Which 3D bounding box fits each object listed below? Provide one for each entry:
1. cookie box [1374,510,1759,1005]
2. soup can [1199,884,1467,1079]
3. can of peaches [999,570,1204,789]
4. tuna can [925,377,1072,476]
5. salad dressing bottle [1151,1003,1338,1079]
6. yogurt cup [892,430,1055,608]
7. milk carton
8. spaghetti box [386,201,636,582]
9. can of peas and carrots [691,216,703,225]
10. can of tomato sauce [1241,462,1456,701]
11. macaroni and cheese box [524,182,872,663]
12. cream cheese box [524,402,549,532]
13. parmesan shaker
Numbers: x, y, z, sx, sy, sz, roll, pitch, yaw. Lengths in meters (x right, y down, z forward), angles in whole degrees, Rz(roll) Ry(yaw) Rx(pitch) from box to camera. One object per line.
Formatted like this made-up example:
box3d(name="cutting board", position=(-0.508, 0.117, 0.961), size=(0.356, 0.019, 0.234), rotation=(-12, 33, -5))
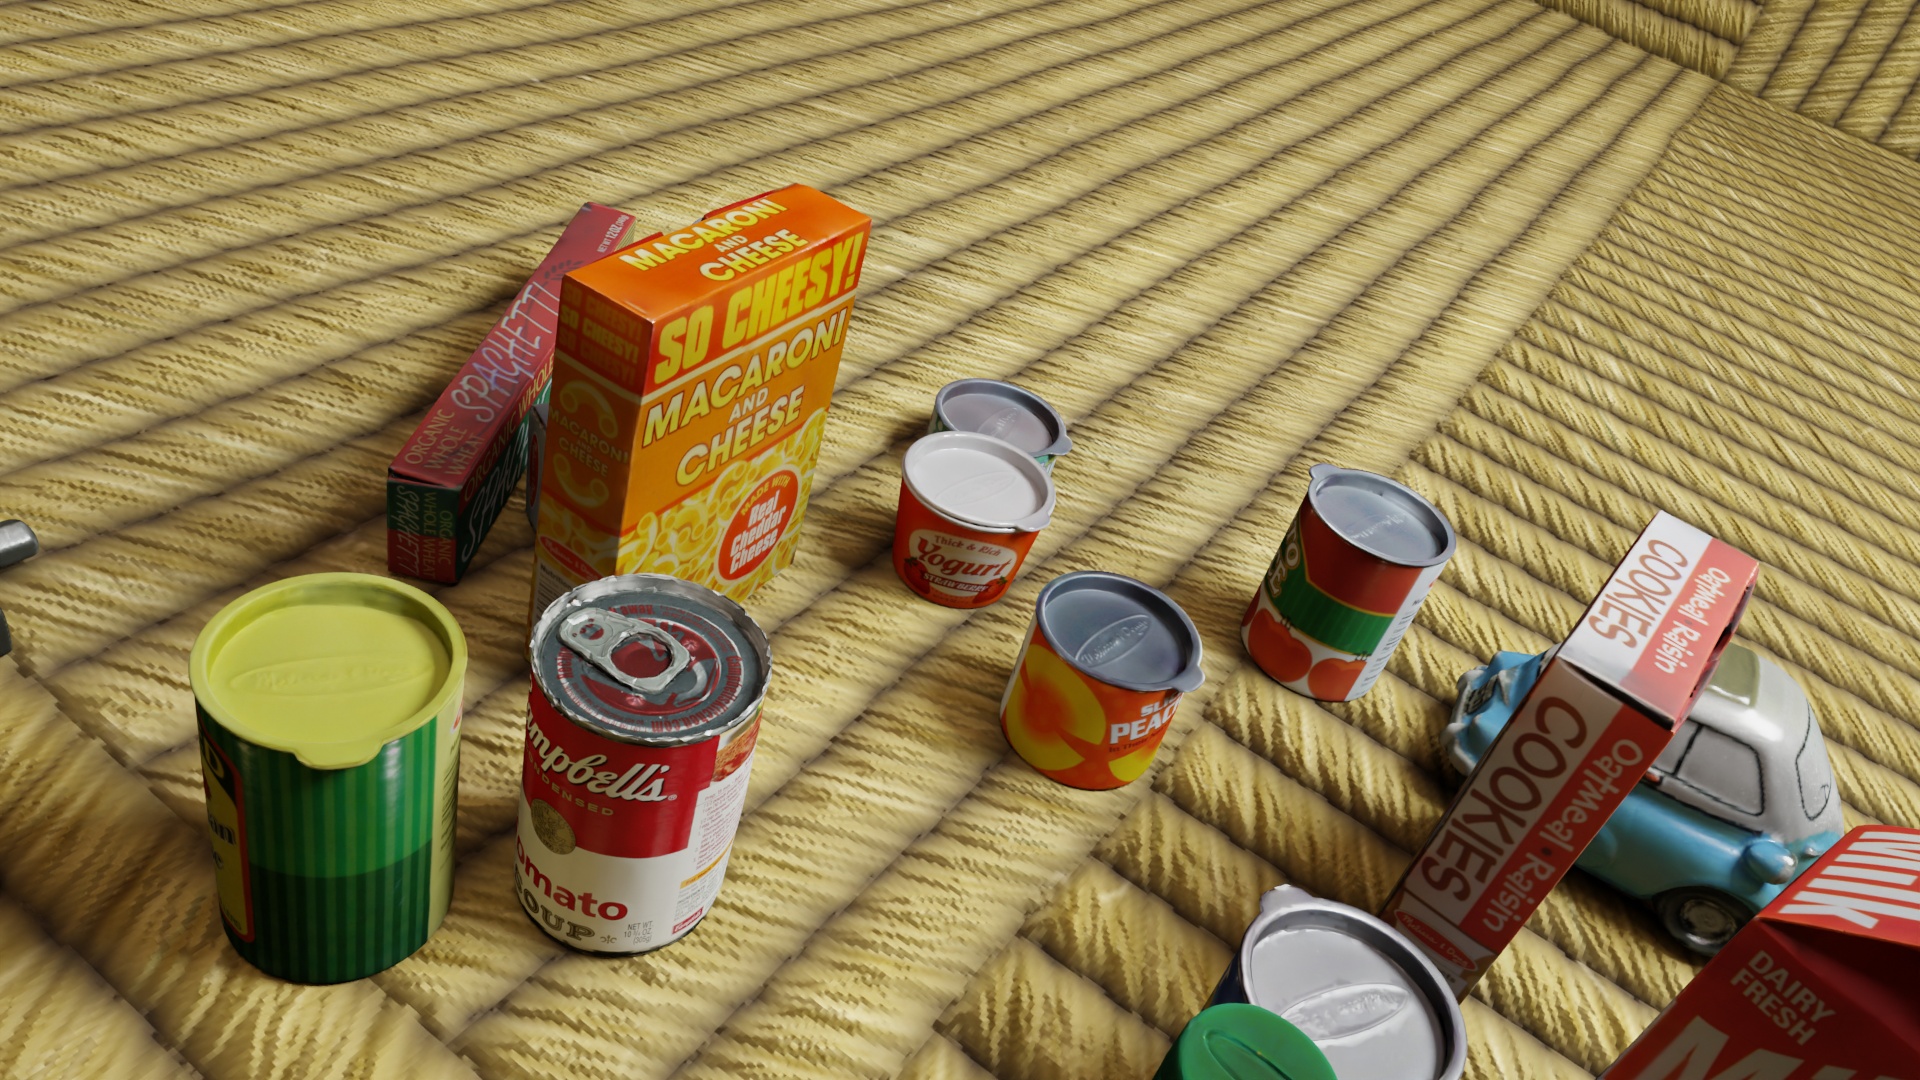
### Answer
box3d(name="cookie box", position=(0.199, 0.083, 0.476), size=(0.040, 0.166, 0.123), rotation=(35, 39, 22))
box3d(name="soup can", position=(0.098, 0.156, 0.410), size=(0.071, 0.083, 0.072), rotation=(11, 37, -9))
box3d(name="can of peaches", position=(0.055, 0.056, 0.543), size=(0.071, 0.057, 0.071), rotation=(11, 37, -9))
box3d(name="tuna can", position=(0.018, -0.047, 0.682), size=(0.071, 0.032, 0.071), rotation=(11, 37, -9))
box3d(name="salad dressing bottle", position=(0.043, 0.165, 0.322), size=(0.064, 0.146, 0.044), rotation=(35, 40, 22))
box3d(name="yogurt cup", position=(0.002, -0.008, 0.607), size=(0.072, 0.053, 0.073), rotation=(11, 37, -9))
box3d(name="milk carton", position=(0.235, 0.150, 0.385), size=(0.072, 0.189, 0.073), rotation=(-16, 48, -37))
box3d(name="spaghetti box", position=(-0.193, -0.076, 0.618), size=(0.029, 0.049, 0.251), rotation=(14, 36, -5))
box3d(name="can of peas and carrots", position=(-0.108, -0.125, 0.709), size=(0.071, 0.058, 0.071), rotation=(11, 37, -9))
box3d(name="can of tomato sauce", position=(0.168, 0.019, 0.617), size=(0.071, 0.082, 0.071), rotation=(11, 37, -9))
box3d(name="macaroni and cheese box", position=(-0.097, -0.036, 0.508), size=(0.040, 0.165, 0.124), rotation=(30, 38, 16))
box3d(name="cream cheese box", position=(-0.131, -0.037, 0.589), size=(0.104, 0.053, 0.024), rotation=(-13, 46, -35))
box3d(name="parmesan shaker", position=(-0.176, 0.071, 0.390), size=(0.071, 0.102, 0.072), rotation=(11, 37, -9))
